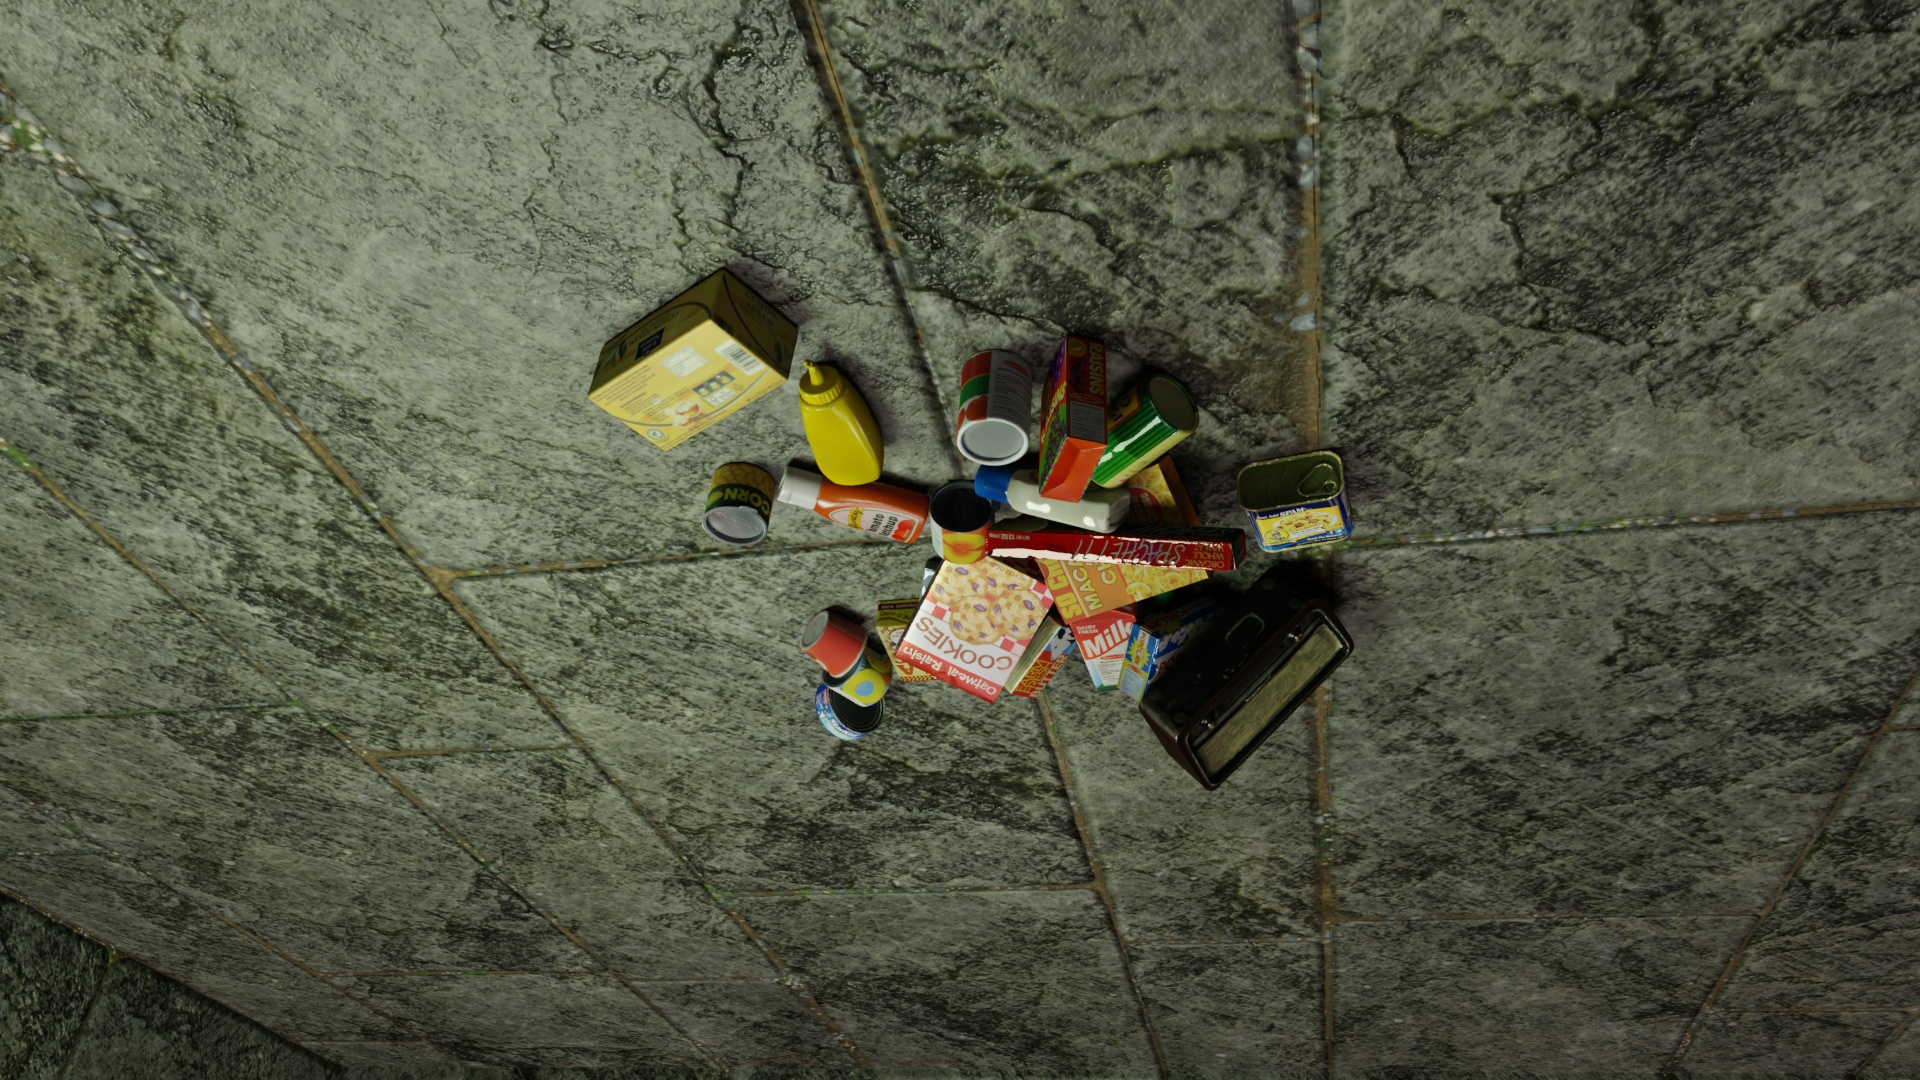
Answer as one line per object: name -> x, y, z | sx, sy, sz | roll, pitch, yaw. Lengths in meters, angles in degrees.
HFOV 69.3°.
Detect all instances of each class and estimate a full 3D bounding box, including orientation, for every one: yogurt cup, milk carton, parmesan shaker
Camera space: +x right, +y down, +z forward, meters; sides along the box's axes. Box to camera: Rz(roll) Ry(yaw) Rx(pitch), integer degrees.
yogurt cup -> -0.148, 0.117, 1.608 | 0.054, 0.073, 0.072 | 36, 134, -24
milk carton -> 0.166, 0.087, 1.526 | 0.073, 0.073, 0.189 | -8, 143, 15
parmesan shaker -> 0.162, -0.103, 1.277 | 0.071, 0.072, 0.102 | 26, 138, -26

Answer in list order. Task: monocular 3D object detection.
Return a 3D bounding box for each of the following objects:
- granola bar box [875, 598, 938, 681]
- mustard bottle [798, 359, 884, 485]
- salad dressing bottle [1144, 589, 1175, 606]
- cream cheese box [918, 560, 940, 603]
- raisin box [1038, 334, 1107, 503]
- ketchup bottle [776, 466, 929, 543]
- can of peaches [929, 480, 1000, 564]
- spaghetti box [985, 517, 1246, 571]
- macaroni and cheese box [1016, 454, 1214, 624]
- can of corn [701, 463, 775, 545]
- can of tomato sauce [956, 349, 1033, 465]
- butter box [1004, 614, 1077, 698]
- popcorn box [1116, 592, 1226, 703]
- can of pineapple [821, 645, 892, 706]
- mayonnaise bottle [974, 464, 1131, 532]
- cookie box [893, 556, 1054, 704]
granola bar box -> -0.003, 0.114, 1.607 | 0.165, 0.039, 0.123 | -5, 143, 12
mustard bottle -> -0.117, -0.117, 1.298 | 0.065, 0.049, 0.159 | -5, 142, 12
salad dressing bottle -> 0.213, 0.016, 1.449 | 0.064, 0.044, 0.147 | -3, 145, -1
cream cheese box -> 0.008, 0.058, 1.516 | 0.104, 0.024, 0.053 | 11, 119, 5
raisin box -> 0.098, -0.108, 1.224 | 0.040, 0.124, 0.085 | 10, 143, -8
ketchup bottle -> -0.109, -0.040, 1.407 | 0.149, 0.044, 0.064 | 15, 147, -13
can of peaches -> 0.005, -0.018, 1.405 | 0.071, 0.071, 0.057 | 2, 144, 3
spaghetti box -> 0.147, 0.002, 1.332 | 0.250, 0.050, 0.028 | 3, 108, 25
macaroni and cheese box -> 0.154, 0.001, 1.381 | 0.166, 0.040, 0.123 | -21, 97, 30
can of corn -> -0.223, -0.038, 1.408 | 0.071, 0.058, 0.070 | 3, 144, 2
can of tomato sauce -> 0.030, -0.118, 1.251 | 0.071, 0.083, 0.070 | 3, 143, 2
butter box -> 0.094, 0.133, 1.585 | 0.053, 0.024, 0.103 | 16, 114, -49
popcorn box -> 0.229, 0.115, 1.503 | 0.127, 0.038, 0.084 | -19, 130, -42
can of pineapple -> -0.122, 0.156, 1.656 | 0.071, 0.071, 0.058 | -24, 136, 33
mayonnaise bottle -> 0.086, -0.044, 1.340 | 0.148, 0.065, 0.041 | 15, 113, 26
cookie box -> 0.017, 0.082, 1.488 | 0.123, 0.040, 0.166 | 26, 119, -4
